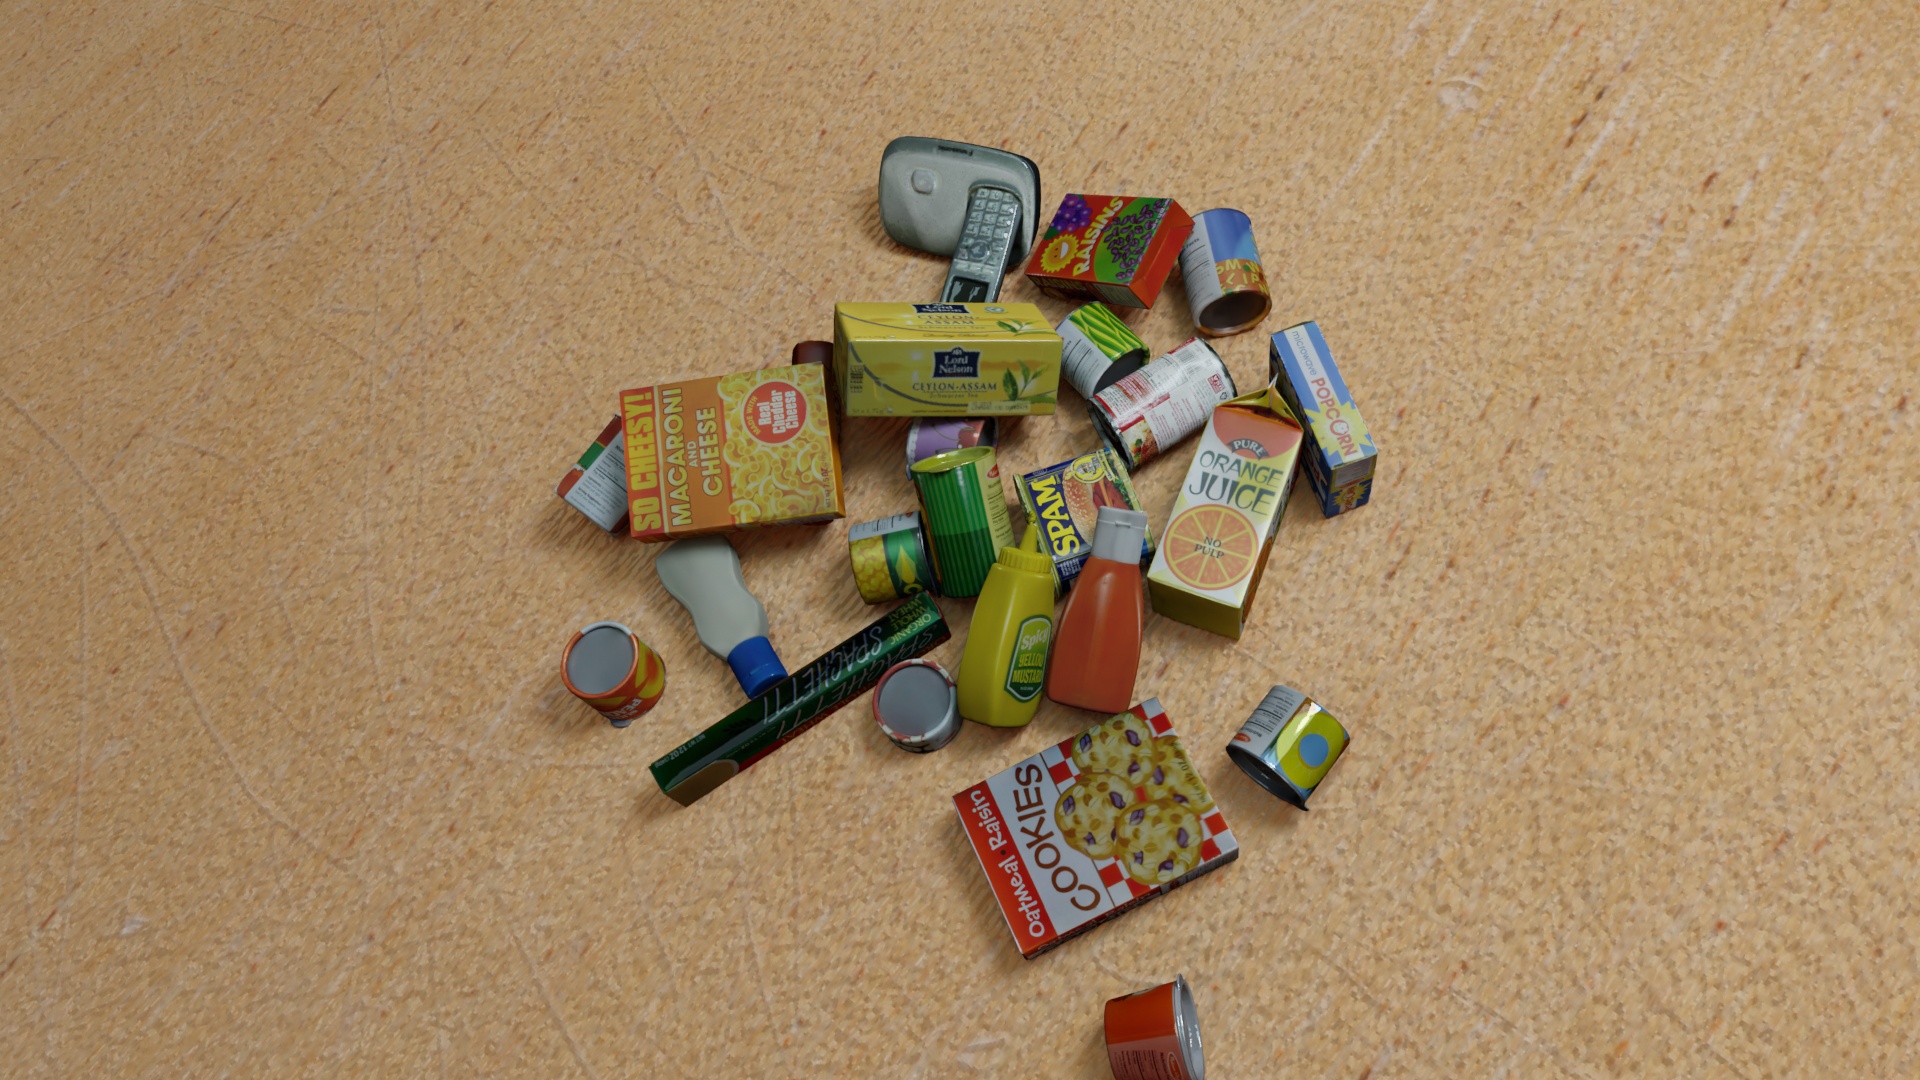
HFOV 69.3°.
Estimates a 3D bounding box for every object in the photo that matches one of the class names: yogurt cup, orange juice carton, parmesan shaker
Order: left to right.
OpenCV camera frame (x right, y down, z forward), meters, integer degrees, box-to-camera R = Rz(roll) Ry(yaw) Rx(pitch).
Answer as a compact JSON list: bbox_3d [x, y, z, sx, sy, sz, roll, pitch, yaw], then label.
[{"bbox_3d":[0.004,-0.013,1.063,0.071,0.071,0.102,-11,103,6],"label":"parmesan shaker"},{"bbox_3d":[0.127,0.326,0.911,0.054,0.072,0.072,-13,63,14],"label":"yogurt cup"},{"bbox_3d":[0.209,-0.031,1.055,0.073,0.071,0.193,18,71,18],"label":"orange juice carton"}]

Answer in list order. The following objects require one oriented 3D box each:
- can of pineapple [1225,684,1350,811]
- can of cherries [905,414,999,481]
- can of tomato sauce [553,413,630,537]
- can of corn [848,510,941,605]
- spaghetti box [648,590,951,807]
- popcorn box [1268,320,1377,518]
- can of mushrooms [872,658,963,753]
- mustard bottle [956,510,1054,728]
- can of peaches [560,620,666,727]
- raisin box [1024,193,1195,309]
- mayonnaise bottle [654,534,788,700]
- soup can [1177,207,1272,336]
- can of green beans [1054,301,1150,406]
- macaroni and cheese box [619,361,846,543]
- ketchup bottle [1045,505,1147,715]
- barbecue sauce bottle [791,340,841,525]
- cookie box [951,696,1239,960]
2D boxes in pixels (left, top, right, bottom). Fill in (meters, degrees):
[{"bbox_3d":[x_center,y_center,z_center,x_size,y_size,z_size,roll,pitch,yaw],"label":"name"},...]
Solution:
[{"bbox_3d":[0.231,0.145,0.974,0.071,0.070,0.058,36,77,23],"label":"can of pineapple"},{"bbox_3d":[-0.006,-0.076,1.123,0.058,0.071,0.072,12,69,15],"label":"can of cherries"},{"bbox_3d":[-0.290,-0.054,1.170,0.071,0.071,0.083,33,79,23],"label":"can of tomato sauce"},{"bbox_3d":[-0.051,0.016,1.090,0.058,0.071,0.071,-12,64,7],"label":"can of corn"},{"bbox_3d":[-0.119,0.121,1.063,0.250,0.050,0.029,-32,66,-5],"label":"spaghetti box"},{"bbox_3d":[0.275,-0.093,1.063,0.038,0.085,0.127,-18,63,3],"label":"popcorn box"},{"bbox_3d":[-0.034,0.124,1.054,0.071,0.033,0.071,-4,66,10],"label":"can of mushrooms"},{"bbox_3d":[0.039,0.057,1.024,0.049,0.065,0.160,13,95,38],"label":"mustard bottle"},{"bbox_3d":[-0.274,0.105,1.097,0.071,0.058,0.071,-4,64,9],"label":"can of peaches"},{"bbox_3d":[0.123,-0.243,1.158,0.123,0.040,0.086,18,78,46],"label":"raisin box"},{"bbox_3d":[-0.187,0.060,1.111,0.065,0.041,0.148,-32,64,-4],"label":"mayonnaise bottle"},{"bbox_3d":[0.218,-0.221,1.146,0.071,0.071,0.084,-12,65,6],"label":"soup can"},{"bbox_3d":[0.112,-0.151,1.134,0.071,0.071,0.058,-38,65,-7],"label":"can of green beans"},{"bbox_3d":[-0.182,-0.069,1.110,0.166,0.040,0.124,-7,81,5],"label":"macaroni and cheese box"},{"bbox_3d":[0.106,0.050,1.021,0.065,0.043,0.148,11,94,1],"label":"ketchup bottle"},{"bbox_3d":[-0.121,-0.088,1.156,0.044,0.064,0.149,0,74,2],"label":"barbecue sauce bottle"},{"bbox_3d":[0.094,0.204,0.987,0.167,0.040,0.123,-26,63,-2],"label":"cookie box"}]
